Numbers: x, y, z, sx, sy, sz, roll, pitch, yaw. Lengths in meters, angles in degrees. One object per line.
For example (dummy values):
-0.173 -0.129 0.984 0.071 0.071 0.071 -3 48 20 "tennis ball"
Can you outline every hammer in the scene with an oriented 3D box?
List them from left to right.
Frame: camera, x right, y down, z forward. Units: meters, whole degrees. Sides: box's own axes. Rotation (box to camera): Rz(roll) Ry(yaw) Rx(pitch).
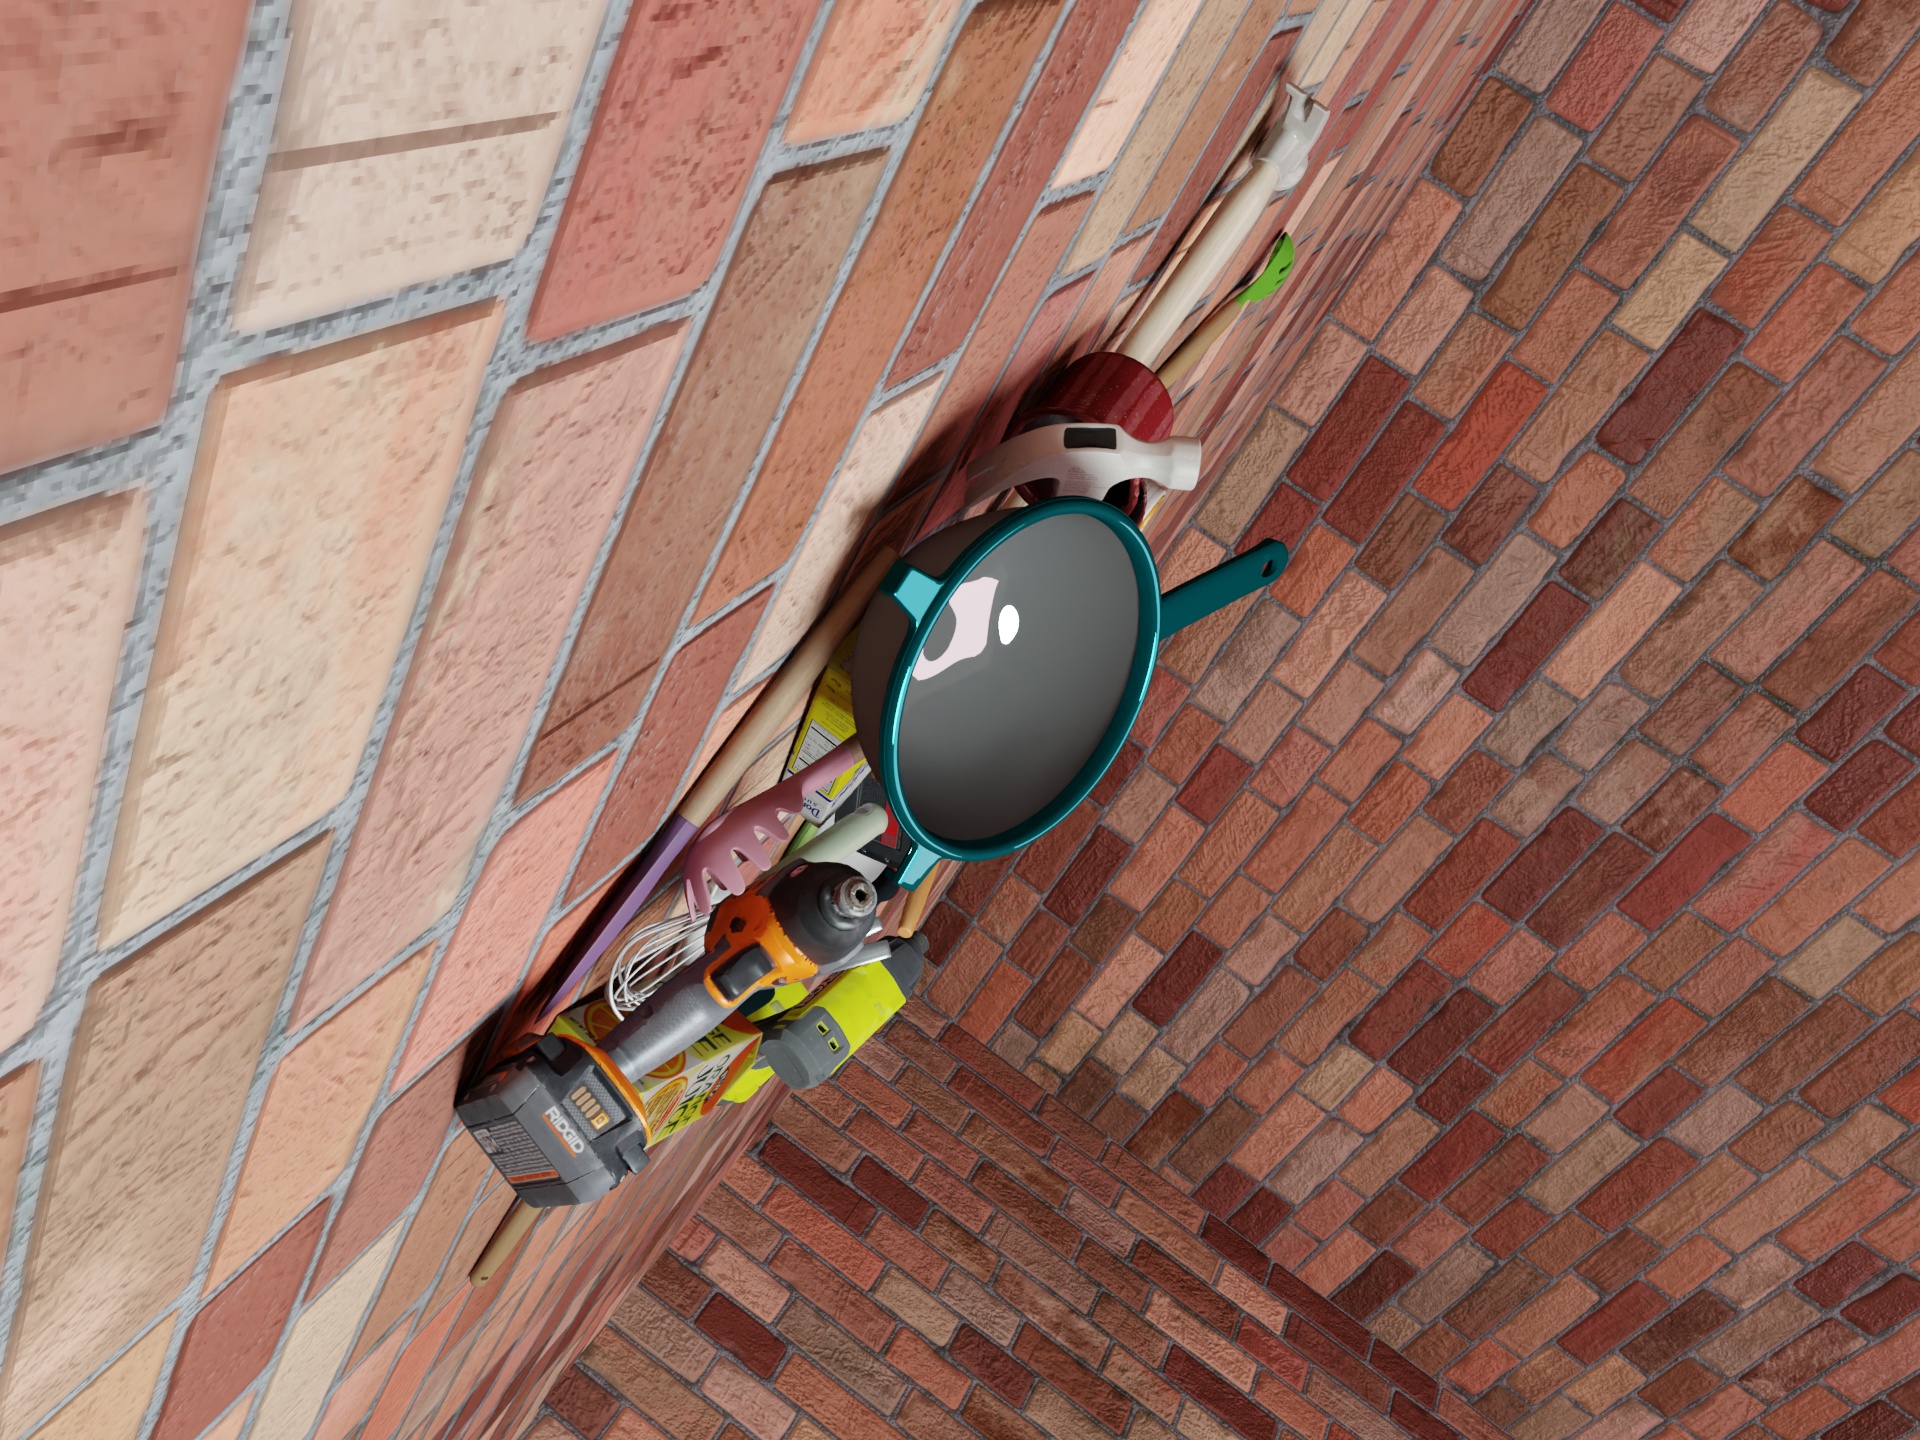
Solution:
-0.091 0.166 1.359 0.143 0.038 0.386 -16 -179 11 "hammer"
0.056 -0.085 1.044 0.331 0.130 0.031 103 -9 -62 "hammer"
0.115 -0.247 1.097 0.410 0.038 0.146 -54 178 5 "hammer"

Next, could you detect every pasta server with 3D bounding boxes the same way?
-0.044 0.014 0.937 0.316 0.040 0.060 -36 -177 -34 "pasta server"

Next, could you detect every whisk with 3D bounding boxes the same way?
-0.130 0.116 1.016 0.058 0.059 0.246 0 -155 43 "whisk"

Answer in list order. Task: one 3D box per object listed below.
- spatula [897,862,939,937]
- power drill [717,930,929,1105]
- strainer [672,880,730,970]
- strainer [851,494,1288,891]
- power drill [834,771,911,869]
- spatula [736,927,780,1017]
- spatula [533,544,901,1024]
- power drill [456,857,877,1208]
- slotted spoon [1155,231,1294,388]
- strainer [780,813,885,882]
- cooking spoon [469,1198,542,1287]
-0.017 0.063 1.401 0.323 0.041 0.081 -71 -175 -46 "spatula"
-0.132 0.249 1.343 0.171 0.080 0.223 -39 -172 -40 "power drill"
-0.201 0.193 1.130 0.087 0.050 0.258 -27 152 -45 "strainer"
0.056 -0.058 0.922 0.340 0.095 0.210 -27 130 -37 "strainer"
-0.002 -0.004 1.232 0.227 0.080 0.187 -40 144 -53 "power drill"
-0.155 0.190 1.437 0.082 0.044 0.317 -31 -176 20 "spatula"
-0.131 0.033 0.860 0.316 0.018 0.060 -53 -176 -4 "spatula"
-0.143 0.154 0.847 0.226 0.084 0.164 -39 -175 -34 "power drill"
0.245 -0.374 1.490 0.314 0.031 0.070 -48 170 -38 "slotted spoon"
-0.057 0.056 1.320 0.256 0.069 0.151 -54 174 14 "strainer"
-0.286 0.314 1.161 0.318 0.068 0.017 -54 -141 23 "cooking spoon"
